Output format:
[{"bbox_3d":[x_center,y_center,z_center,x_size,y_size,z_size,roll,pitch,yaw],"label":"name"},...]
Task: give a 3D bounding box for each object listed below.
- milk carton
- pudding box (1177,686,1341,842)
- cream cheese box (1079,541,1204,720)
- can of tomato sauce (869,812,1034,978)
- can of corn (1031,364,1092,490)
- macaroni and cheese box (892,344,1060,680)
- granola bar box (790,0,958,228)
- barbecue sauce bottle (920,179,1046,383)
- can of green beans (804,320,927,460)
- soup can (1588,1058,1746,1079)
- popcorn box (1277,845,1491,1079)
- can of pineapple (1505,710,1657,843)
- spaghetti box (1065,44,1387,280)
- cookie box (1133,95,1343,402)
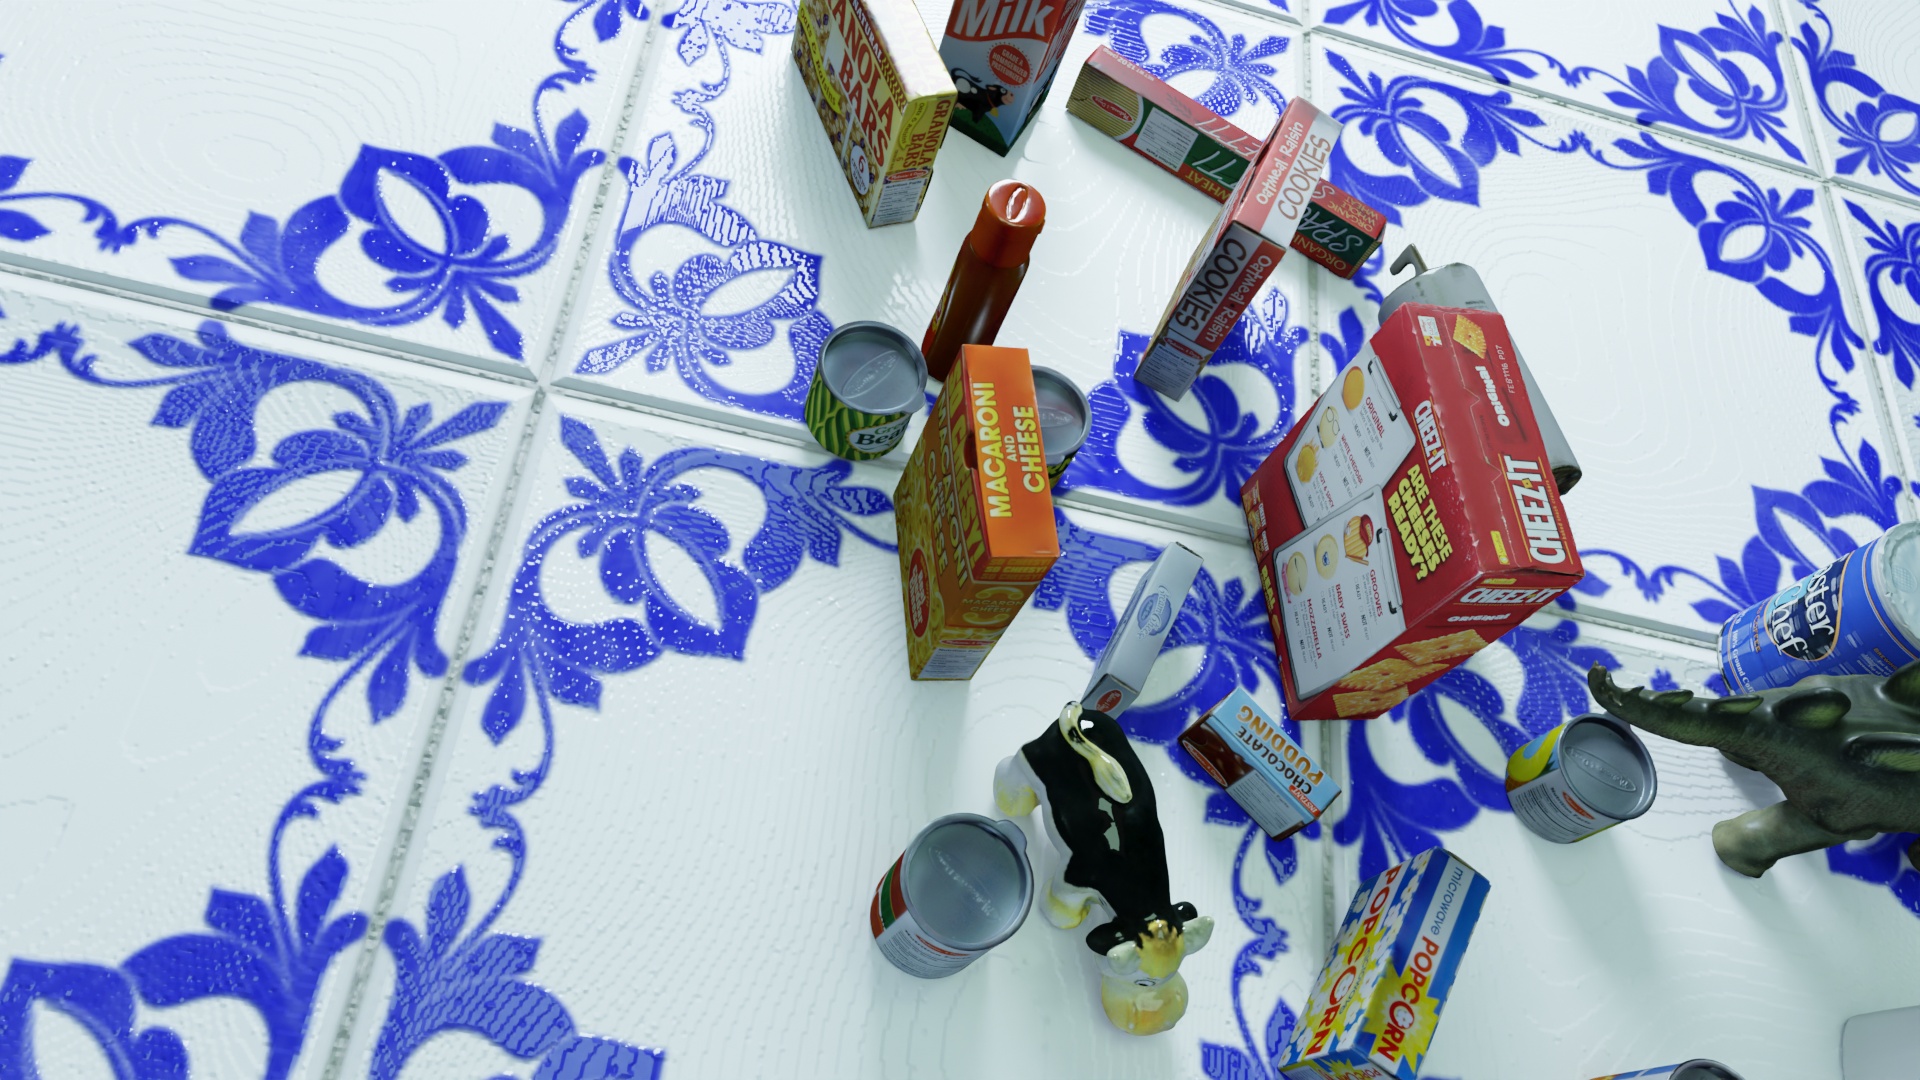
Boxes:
[{"bbox_3d":[0.039,-0.359,0.936,0.073,0.189,0.073,31,59,1],"label":"milk carton"},{"bbox_3d":[0.171,0.129,0.799,0.084,0.049,0.030,45,61,10],"label":"pudding box"},{"bbox_3d":[0.106,0.054,0.817,0.024,0.053,0.104,31,59,1],"label":"cream cheese box"},{"bbox_3d":[-0.005,0.179,0.702,0.071,0.082,0.071,7,62,-13],"label":"can of tomato sauce"},{"bbox_3d":[0.041,-0.063,0.857,0.071,0.058,0.071,7,62,-13],"label":"can of corn"},{"bbox_3d":[0.003,-0.009,0.755,0.040,0.165,0.124,1,63,-16],"label":"macaroni and cheese box"},{"bbox_3d":[-0.060,-0.311,0.920,0.039,0.123,0.166,-14,68,-22],"label":"granola bar box"},{"bbox_3d":[0.014,-0.158,0.847,0.044,0.147,0.065,23,60,-4],"label":"barbecue sauce bottle"},{"bbox_3d":[-0.058,-0.090,0.843,0.071,0.057,0.071,7,62,-13],"label":"can of green beans"},{"bbox_3d":[0.377,0.317,0.740,0.071,0.083,0.071,7,62,-13],"label":"soup can"},{"bbox_3d":[0.226,0.232,0.740,0.038,0.084,0.127,35,59,3],"label":"popcorn box"},{"bbox_3d":[0.377,0.144,0.845,0.071,0.057,0.071,7,62,-13],"label":"can of pineapple"},{"bbox_3d":[0.194,-0.276,1.018,0.250,0.050,0.029,32,59,2],"label":"spaghetti box"},{"bbox_3d":[0.176,-0.185,0.897,0.040,0.166,0.123,28,59,0],"label":"cookie box"}]
